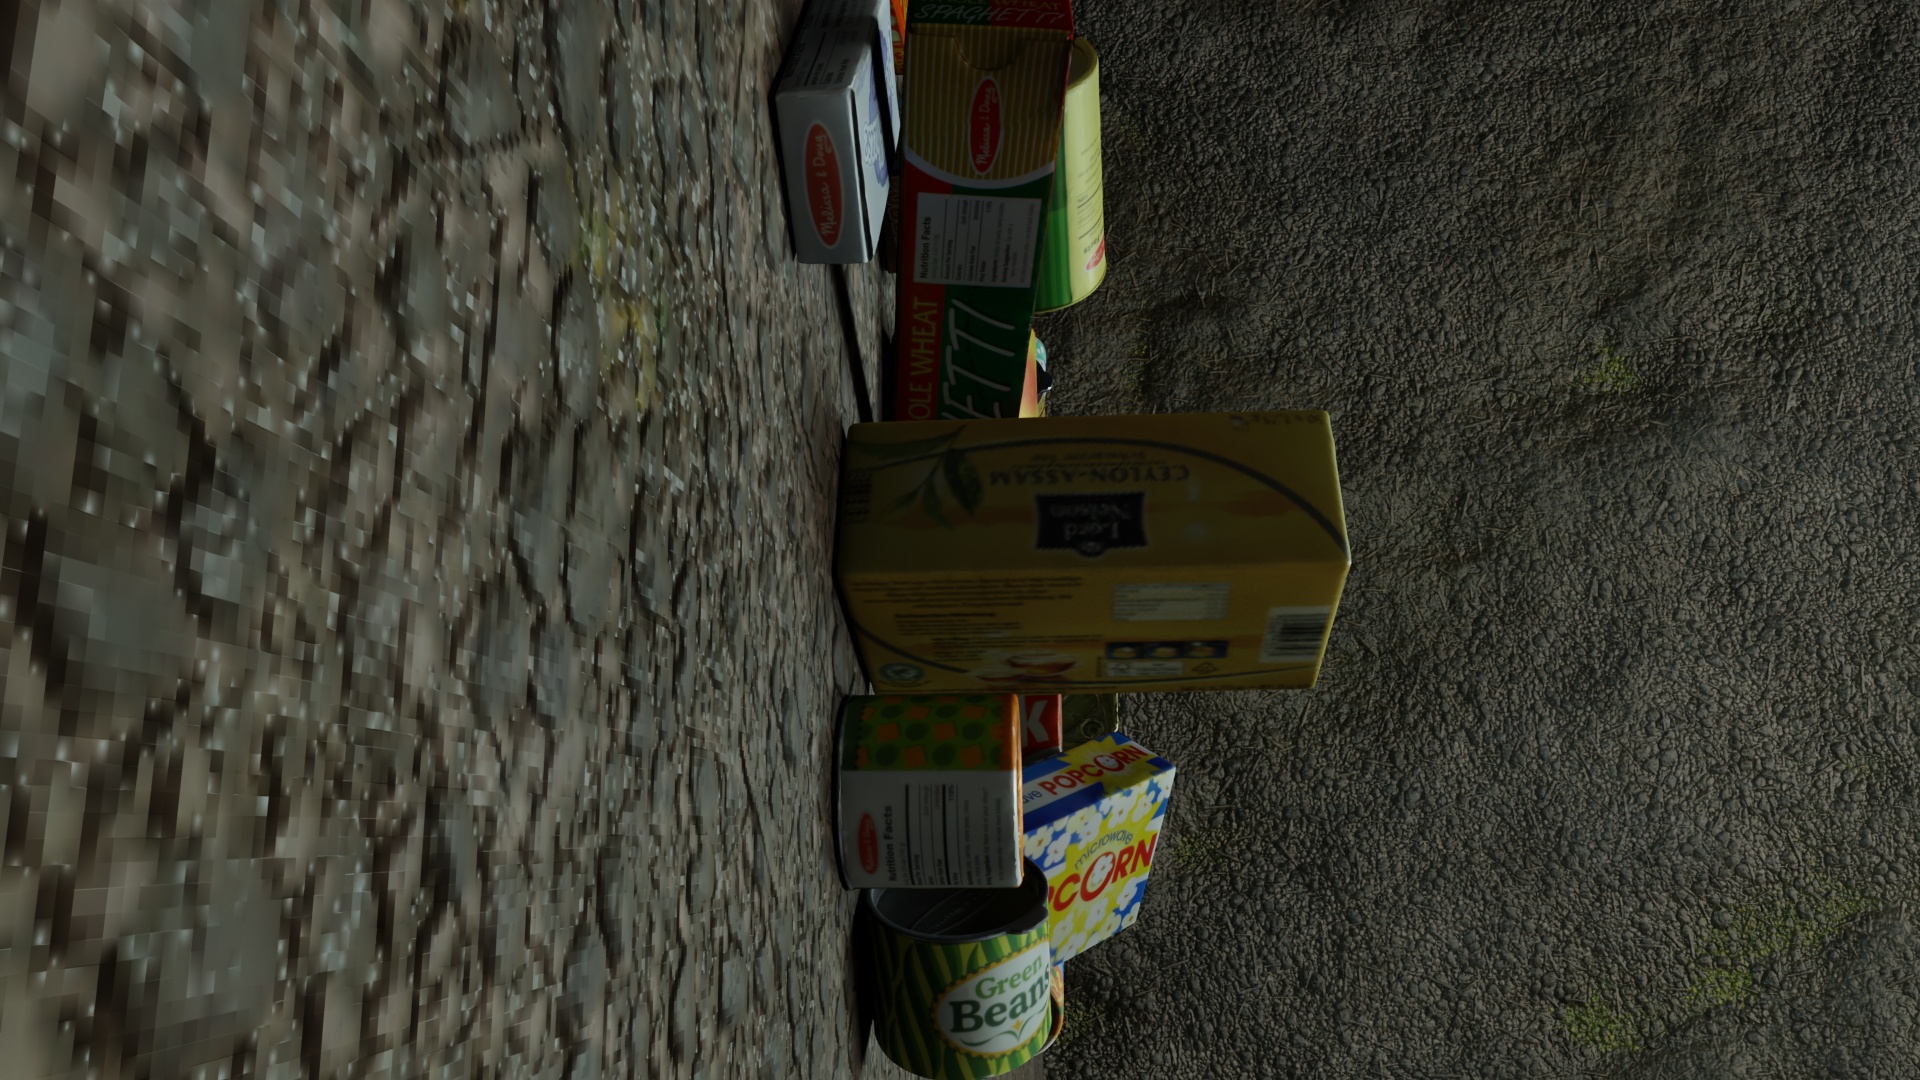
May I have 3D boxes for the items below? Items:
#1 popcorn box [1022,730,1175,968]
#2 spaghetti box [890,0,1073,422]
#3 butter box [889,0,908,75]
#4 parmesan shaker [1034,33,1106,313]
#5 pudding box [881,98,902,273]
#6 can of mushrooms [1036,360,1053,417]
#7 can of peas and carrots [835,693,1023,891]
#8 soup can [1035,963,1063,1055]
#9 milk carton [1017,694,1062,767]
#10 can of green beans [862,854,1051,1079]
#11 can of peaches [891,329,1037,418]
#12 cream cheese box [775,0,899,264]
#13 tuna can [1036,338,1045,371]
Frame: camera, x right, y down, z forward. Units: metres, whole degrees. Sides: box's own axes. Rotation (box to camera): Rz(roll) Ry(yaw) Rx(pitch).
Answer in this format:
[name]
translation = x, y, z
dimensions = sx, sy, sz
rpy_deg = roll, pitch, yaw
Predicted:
[popcorn box]
translation = 0.034, 0.139, 0.593
dimensions = 0.127, 0.038, 0.085
rpy_deg = -11, 118, -47
[spaghetti box]
translation = 0.000, -0.081, 0.505
dimensions = 0.248, 0.050, 0.029
rpy_deg = 96, -4, -52
[butter box]
translation = -0.034, -0.210, 0.495
dimensions = 0.103, 0.024, 0.053
rpy_deg = 47, 40, -83
[parmesan shaker]
translation = 0.028, -0.160, 0.599
dimensions = 0.102, 0.071, 0.072
rpy_deg = 82, 8, -46
[pudding box]
translation = -0.019, -0.161, 0.625
dimensions = 0.084, 0.030, 0.049
rpy_deg = -86, 173, -51
[can of mushrooms]
translation = 0.023, -0.090, 0.876
dimensions = 0.071, 0.071, 0.033
rpy_deg = -87, 175, -46
[can of peas and carrots]
translation = -0.009, 0.084, 0.474
dimensions = 0.071, 0.059, 0.071
rpy_deg = -6, 95, -86
[soup can]
translation = 0.030, 0.264, 0.854
dimensions = 0.084, 0.071, 0.071
rpy_deg = -77, 165, -72
[milk carton]
translation = 0.012, 0.083, 0.650
dimensions = 0.074, 0.072, 0.189
rpy_deg = -85, 172, -54
[can of green beans]
translation = 0.000, 0.150, 0.501
dimensions = 0.071, 0.071, 0.057
rpy_deg = -78, 165, -73
[can of peaches]
translation = 0.001, -0.065, 0.619
dimensions = 0.071, 0.071, 0.058
rpy_deg = 69, 20, -77
[cream cheese box]
translation = -0.036, -0.134, 0.432
dimensions = 0.104, 0.024, 0.053
rpy_deg = -86, 174, -51
[tuna can]
translation = 0.026, -0.114, 0.941
dimensions = 0.070, 0.071, 0.033
rpy_deg = 79, 11, -65
